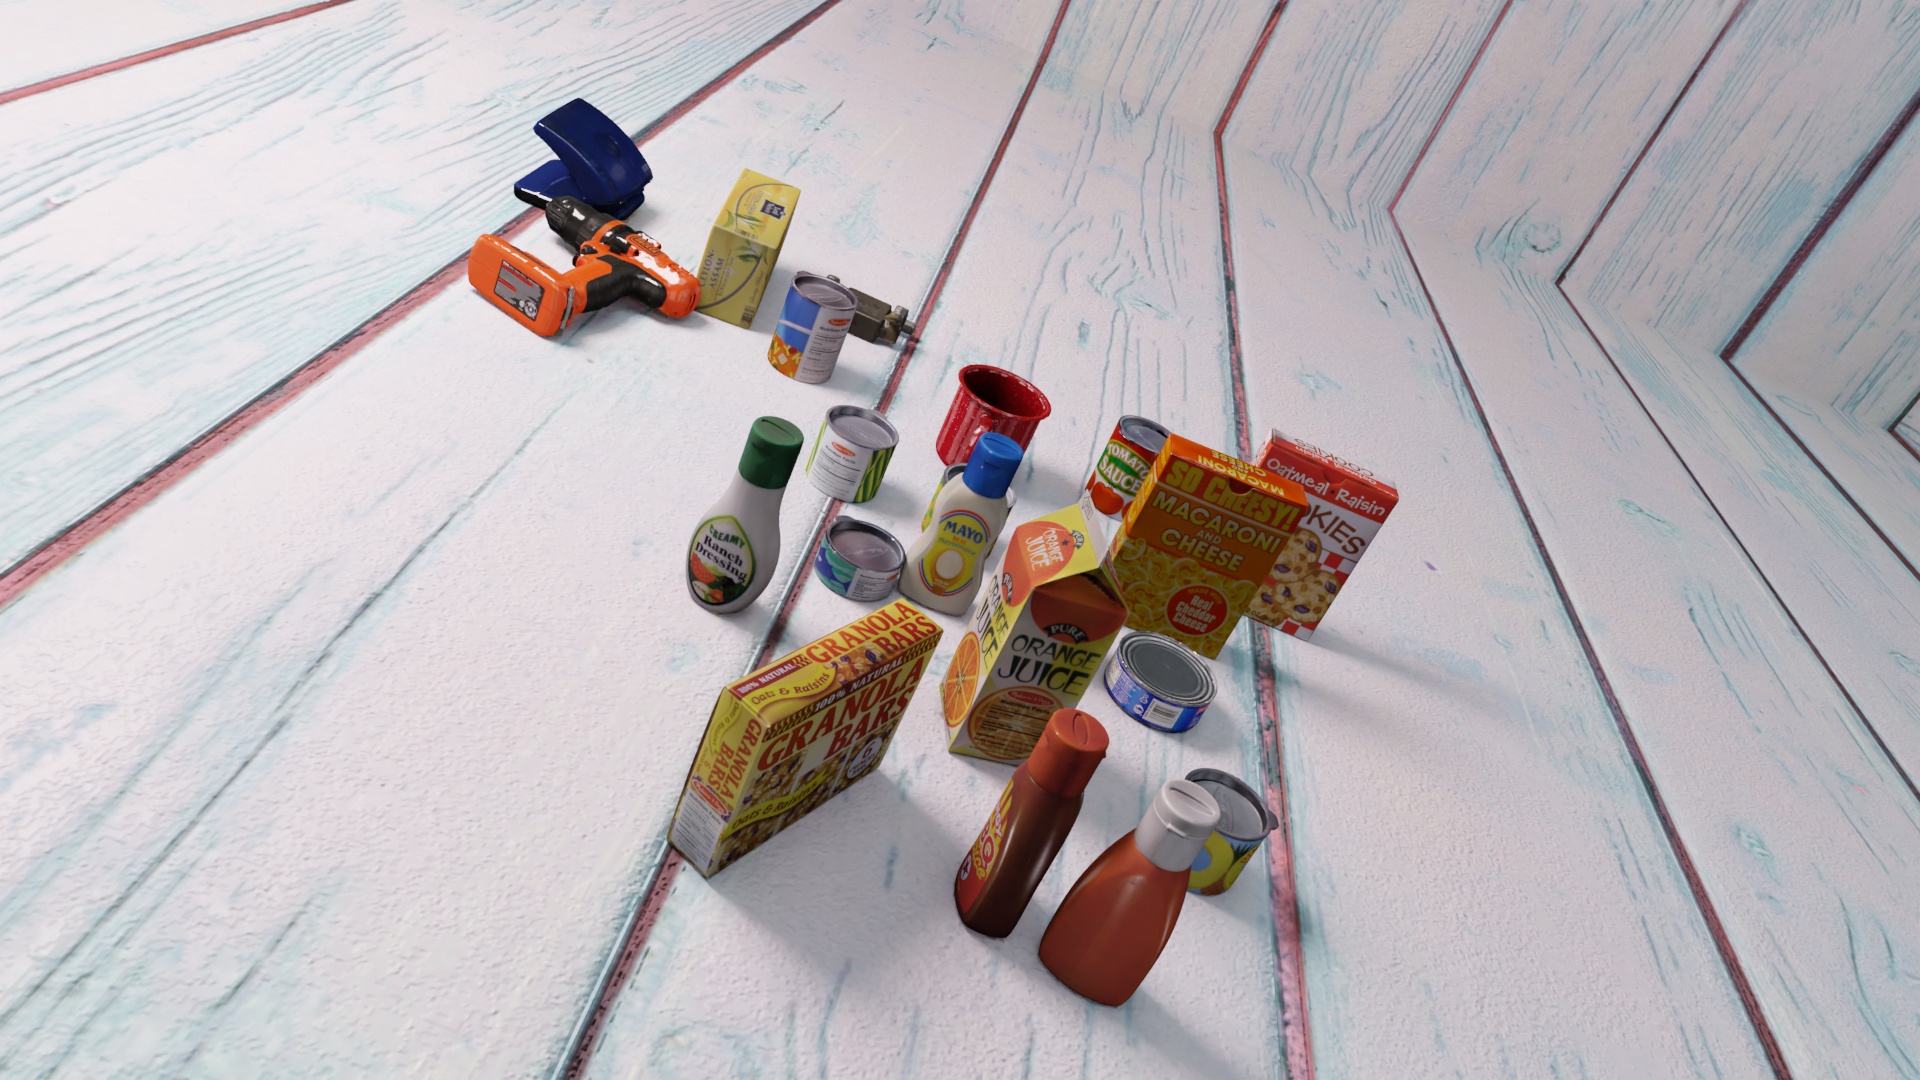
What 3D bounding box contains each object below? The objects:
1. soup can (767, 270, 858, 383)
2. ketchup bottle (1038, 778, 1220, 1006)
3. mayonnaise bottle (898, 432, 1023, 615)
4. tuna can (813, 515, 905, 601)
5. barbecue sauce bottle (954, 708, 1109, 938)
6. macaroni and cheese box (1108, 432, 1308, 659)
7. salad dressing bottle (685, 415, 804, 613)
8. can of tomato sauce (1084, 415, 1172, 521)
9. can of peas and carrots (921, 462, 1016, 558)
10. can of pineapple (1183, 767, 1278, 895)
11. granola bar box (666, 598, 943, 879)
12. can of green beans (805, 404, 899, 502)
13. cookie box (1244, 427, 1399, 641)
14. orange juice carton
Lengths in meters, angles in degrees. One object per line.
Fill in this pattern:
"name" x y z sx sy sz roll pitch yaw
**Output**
"soup can" -0.143 -0.203 1.325 0.071 0.083 0.072 18 31 -11
"ketchup bottle" 0.101 0.203 0.804 0.065 0.148 0.044 30 30 9
"mayonnaise bottle" 0.004 -0.013 1.071 0.065 0.147 0.041 23 30 -4
"tuna can" -0.080 0.014 1.082 0.071 0.032 0.071 18 31 -11
"barbecue sauce bottle" 0.042 0.164 0.821 0.044 0.147 0.065 19 30 -10
"macaroni and cheese box" 0.194 0.008 1.157 0.124 0.165 0.040 21 30 -7
"salad dressing bottle" -0.149 -0.017 0.968 0.064 0.147 0.044 32 31 12
"can of tomato sauce" 0.164 -0.068 1.336 0.071 0.082 0.071 18 31 -11
"can of peas and carrots" 0.006 -0.025 1.179 0.071 0.058 0.071 18 31 -11
"can of pineapple" 0.171 0.200 0.949 0.071 0.057 0.071 18 31 -11
"granola bar box" -0.091 0.113 0.829 0.039 0.123 0.166 37 32 20
"can of green beans" -0.093 -0.074 1.185 0.071 0.057 0.071 18 31 -11
"cookie box" 0.296 -0.003 1.246 0.123 0.166 0.040 23 30 -3
"orange juice carton" 0.055 0.060 0.949 0.073 0.191 0.072 15 31 -17
